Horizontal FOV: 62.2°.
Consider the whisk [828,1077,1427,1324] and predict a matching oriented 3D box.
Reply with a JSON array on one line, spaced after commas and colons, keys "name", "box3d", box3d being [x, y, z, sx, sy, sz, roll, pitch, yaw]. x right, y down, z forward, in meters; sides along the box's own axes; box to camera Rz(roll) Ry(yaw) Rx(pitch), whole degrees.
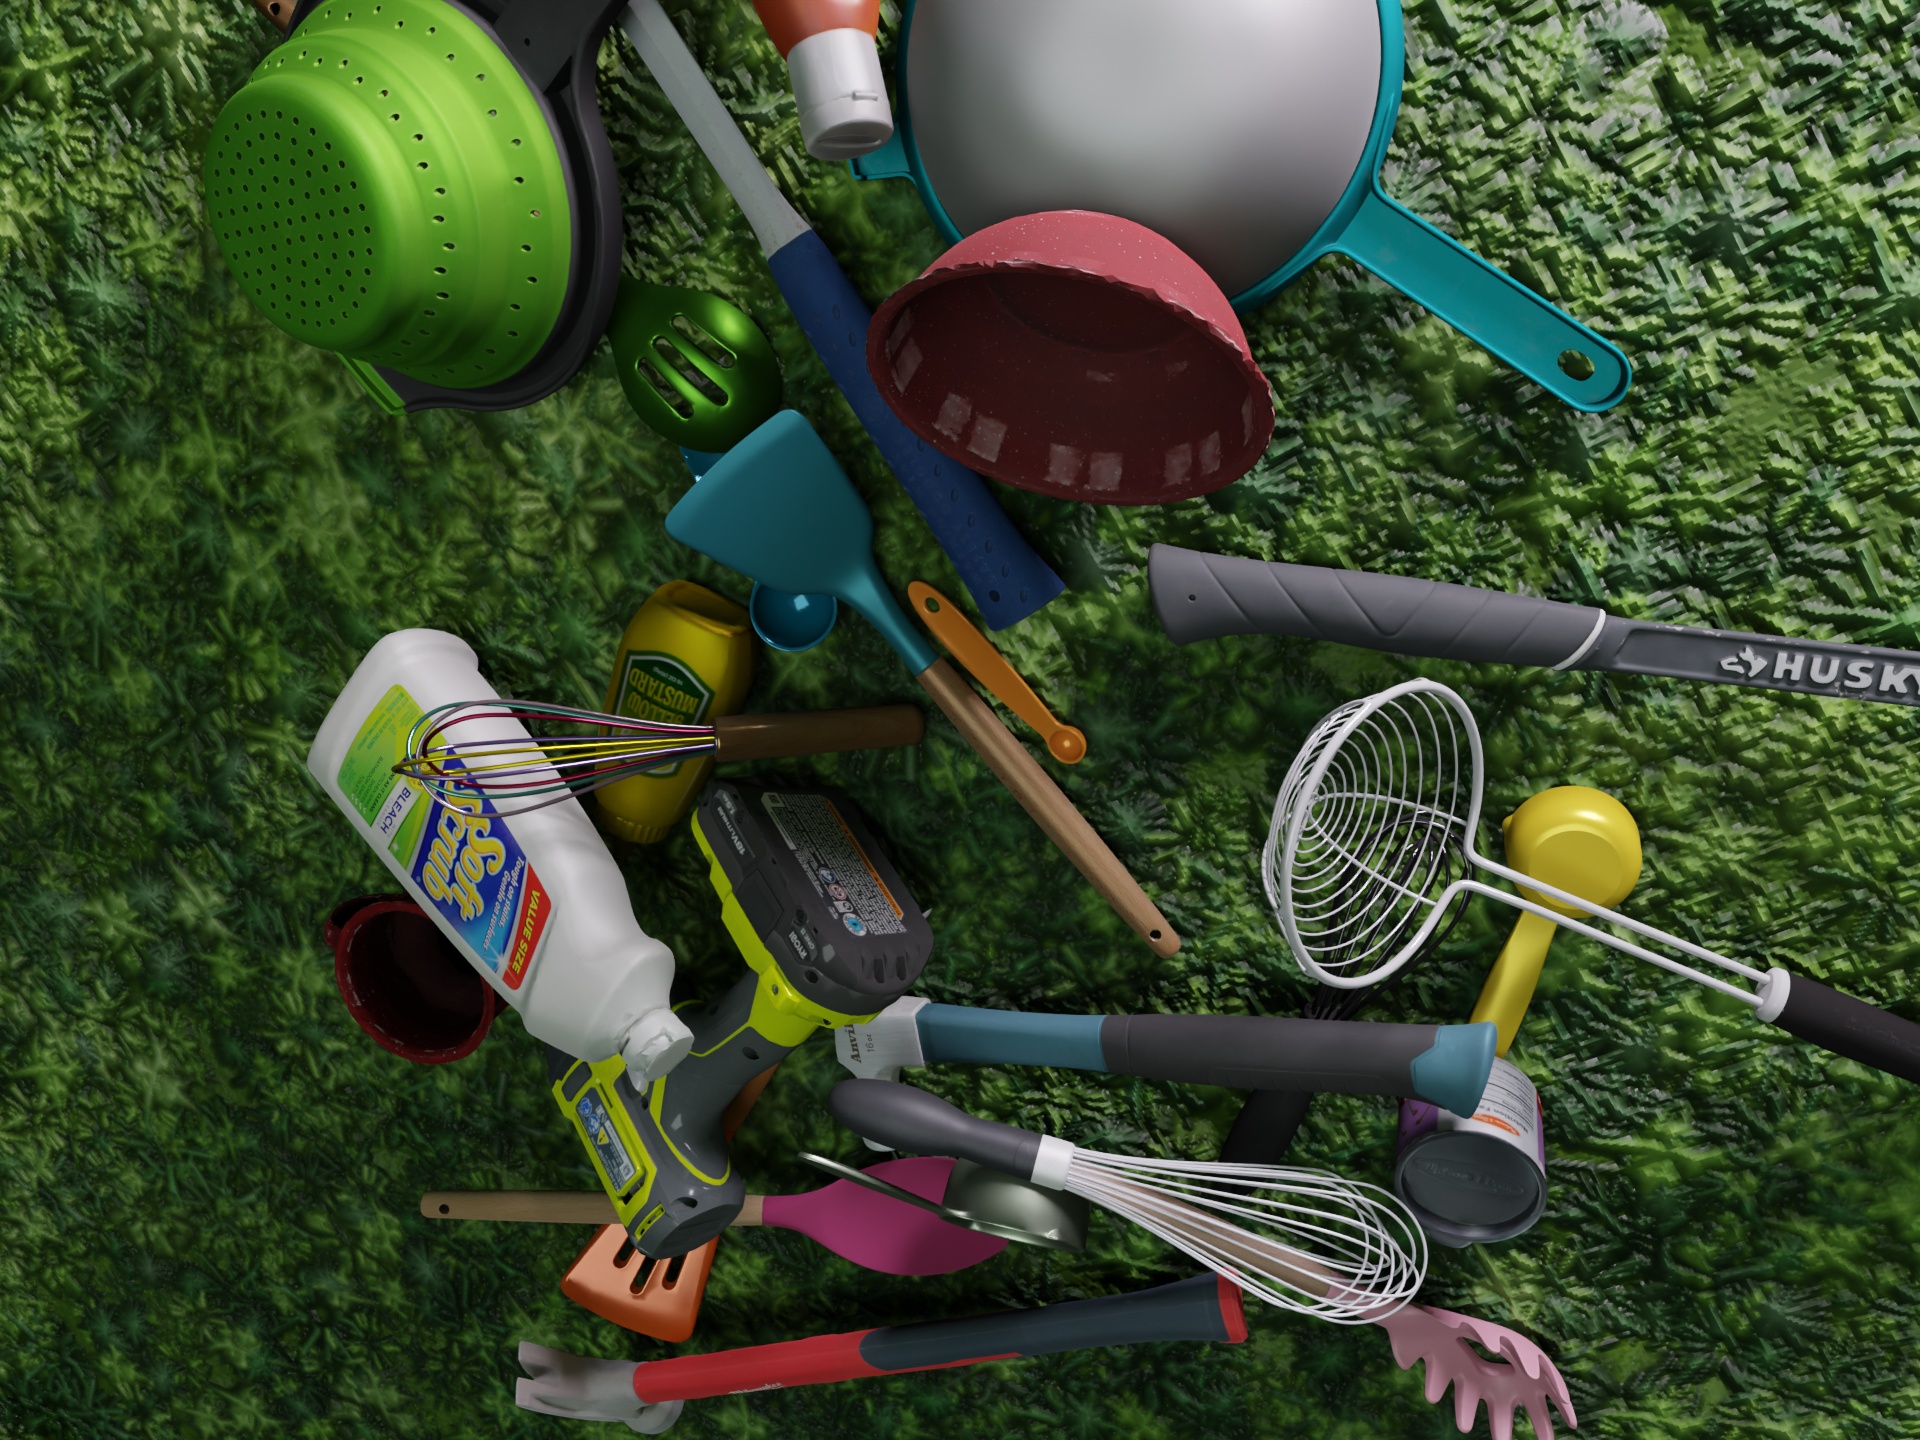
[{"name": "whisk", "box3d": [0.074, 0.214, 0.738, 0.284, 0.070, 0.070, 15, 112, 7]}]

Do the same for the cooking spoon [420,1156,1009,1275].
[{"name": "cooking spoon", "box3d": [-0.132, 0.263, 0.858, 0.319, 0.017, 0.068, 1, 101, 1]}]

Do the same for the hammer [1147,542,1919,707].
[{"name": "hammer", "box3d": [0.280, -0.036, 0.662, 0.409, 0.036, 0.149, 9, 109, 14]}]

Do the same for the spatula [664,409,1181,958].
[{"name": "spatula", "box3d": [-0.001, -0.002, 0.744, 0.082, 0.044, 0.317, -40, 98, 13]}]

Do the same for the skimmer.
[{"name": "skimmer", "box3d": [0.289, 0.095, 0.643, 0.363, 0.090, 0.127, 22, 89, -4]}]

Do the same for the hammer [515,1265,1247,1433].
[{"name": "hammer", "box3d": [-0.043, 0.333, 0.846, 0.386, 0.038, 0.143, -14, 148, 16]}]

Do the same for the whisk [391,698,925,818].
[{"name": "whisk", "box3d": [-0.137, 0.010, 0.745, 0.245, 0.051, 0.047, -5, 144, -15]}]

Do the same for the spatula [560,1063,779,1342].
[{"name": "spatula", "box3d": [-0.117, 0.205, 0.857, 0.081, 0.041, 0.322, 27, 113, -8]}]

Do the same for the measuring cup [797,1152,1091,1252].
[{"name": "measuring cup", "box3d": [-0.006, 0.226, 0.791, 0.167, 0.038, 0.083, 28, 155, -27]}]

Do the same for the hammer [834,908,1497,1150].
[{"name": "hammer", "box3d": [0.084, 0.156, 0.755, 0.331, 0.033, 0.128, -3, 107, 28]}]

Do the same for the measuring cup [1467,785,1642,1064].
[{"name": "measuring cup", "box3d": [0.258, 0.104, 0.718, 0.062, 0.029, 0.156, 18, 112, 10]}]

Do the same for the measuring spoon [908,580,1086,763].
[{"name": "measuring spoon", "box3d": [0.018, -0.025, 0.757, 0.117, 0.011, 0.021, 46, 131, 1]}]

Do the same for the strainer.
[{"name": "strainer", "box3d": [0.115, -0.216, 0.616, 0.340, 0.095, 0.211, 35, 114, 4]}]

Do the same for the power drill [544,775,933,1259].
[{"name": "power drill", "box3d": [-0.128, 0.137, 0.800, 0.223, 0.080, 0.171, -50, 59, 25]}]

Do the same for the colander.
[{"name": "colander", "box3d": [-0.203, -0.262, 0.648, 0.397, 0.094, 0.204, -34, 95, 37]}]

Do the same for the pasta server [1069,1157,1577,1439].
[{"name": "pasta server", "box3d": [0.154, 0.271, 0.777, 0.316, 0.040, 0.060, 25, 128, -4]}]

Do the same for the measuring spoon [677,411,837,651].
[{"name": "measuring spoon", "box3d": [-0.101, -0.091, 0.768, 0.042, 0.021, 0.128, -30, 89, -2]}]

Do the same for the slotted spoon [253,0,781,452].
[{"name": "slotted spoon", "box3d": [-0.211, -0.239, 0.742, 0.314, 0.031, 0.070, 41, 102, 2]}]

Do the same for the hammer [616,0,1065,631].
[{"name": "hammer", "box3d": [-0.084, -0.214, 0.695, 0.144, 0.035, 0.405, -27, 101, 37]}]

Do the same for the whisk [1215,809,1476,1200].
[{"name": "whisk", "box3d": [0.174, 0.141, 0.750, 0.055, 0.055, 0.238, 25, 118, 7]}]
